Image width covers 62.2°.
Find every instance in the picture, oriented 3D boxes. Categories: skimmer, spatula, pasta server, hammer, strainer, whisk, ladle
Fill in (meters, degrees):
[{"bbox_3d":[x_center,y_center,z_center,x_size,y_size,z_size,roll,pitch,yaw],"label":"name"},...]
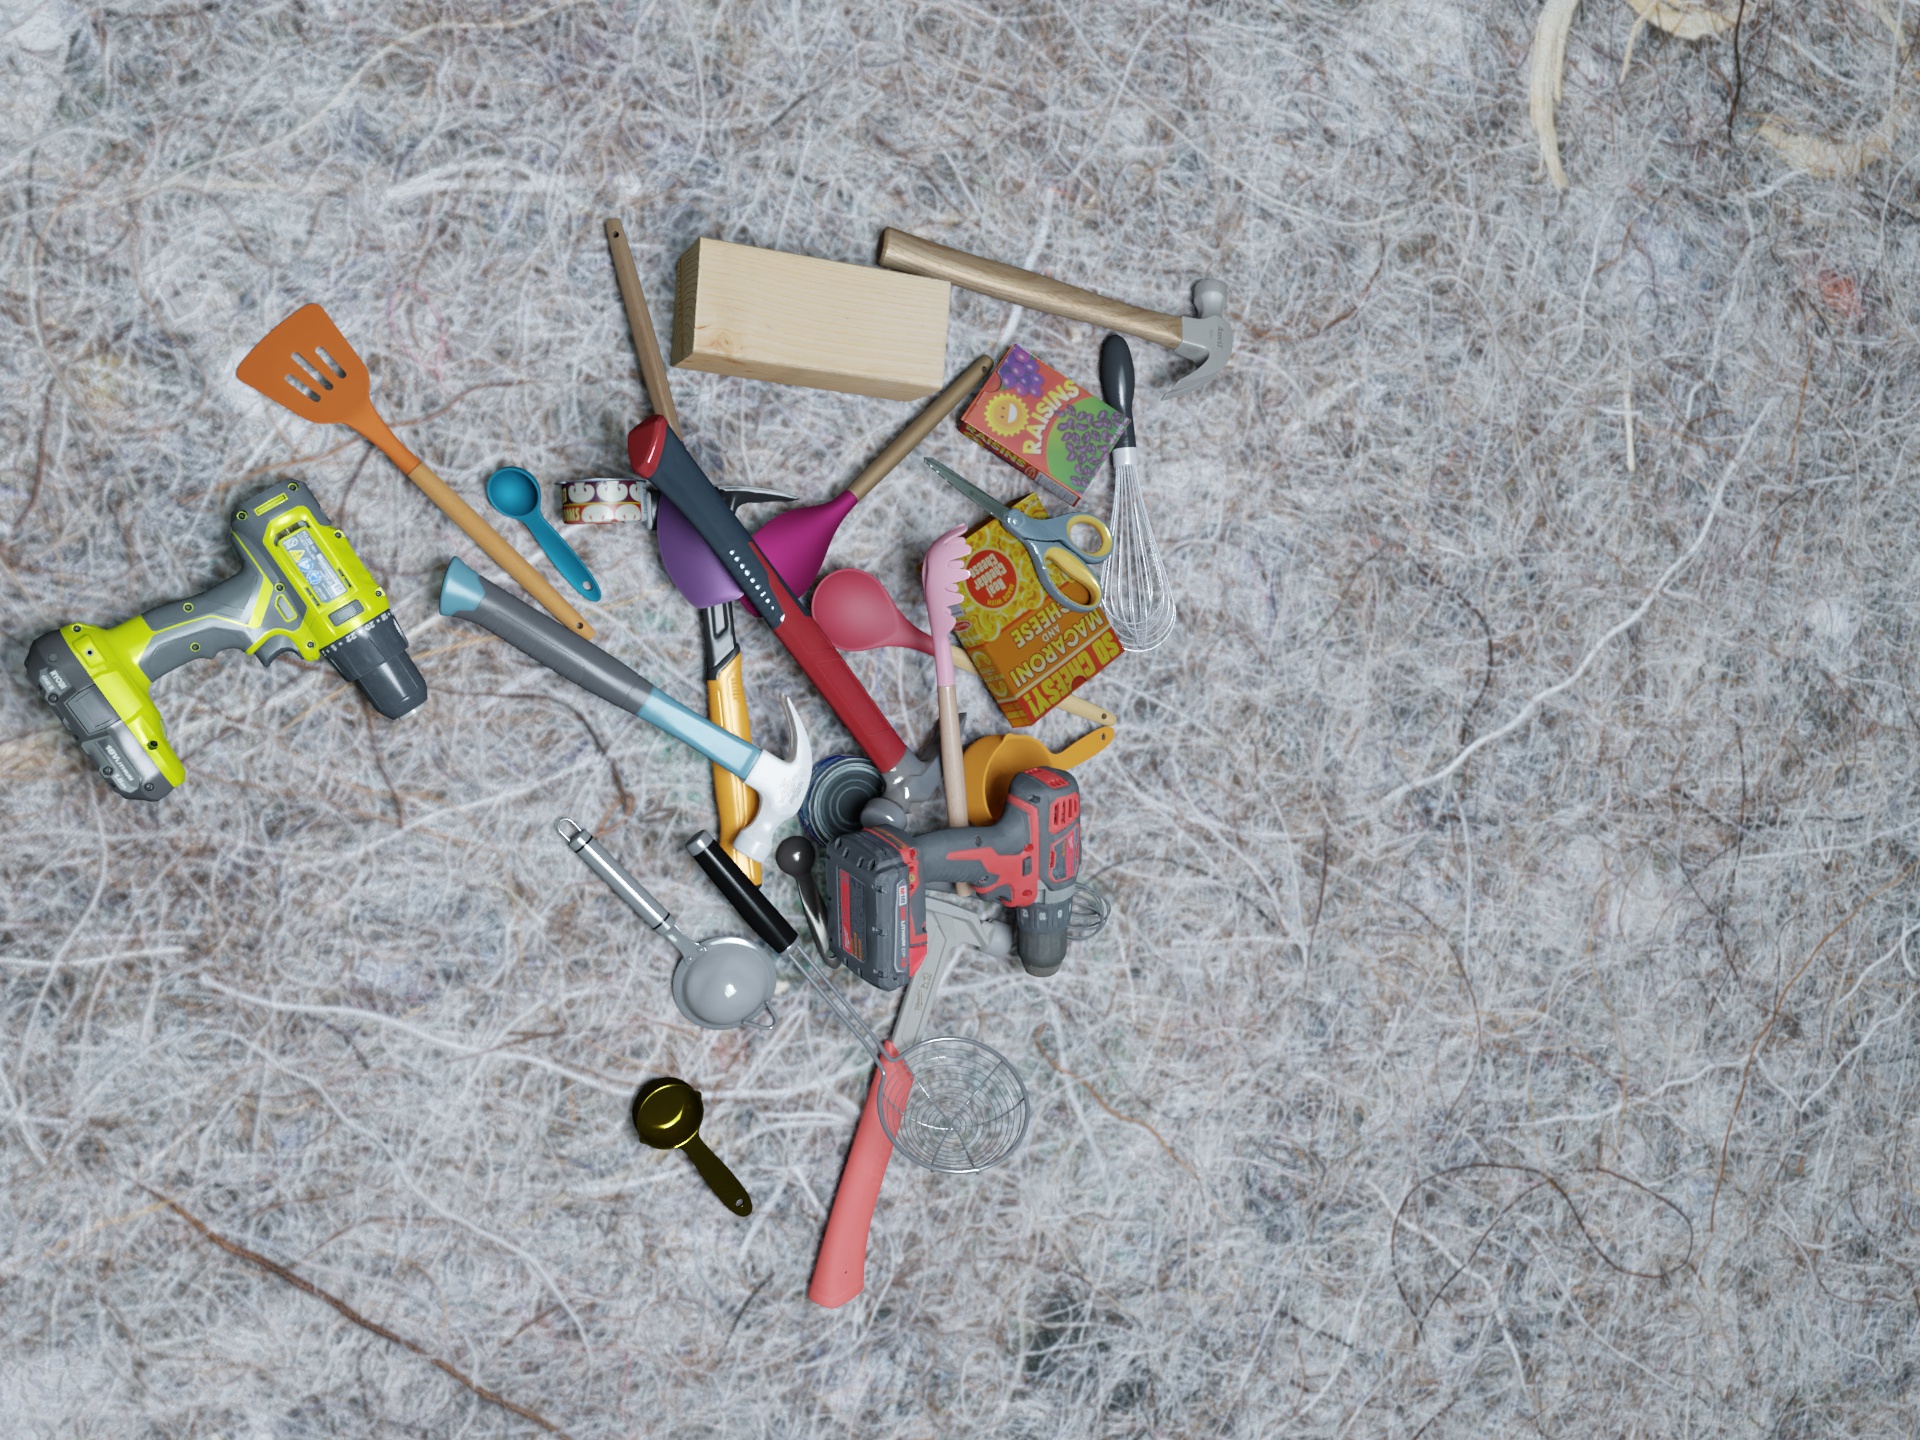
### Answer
[{"bbox_3d":[-0.085,0.224,1.302,0.363,0.090,0.127,52,50,-14],"label":"skimmer"},{"bbox_3d":[-0.402,-0.176,1.221,0.081,0.041,0.322,-48,113,-12],"label":"spatula"},{"bbox_3d":[-0.002,-0.004,1.325,0.040,0.060,0.316,-6,104,-3],"label":"pasta server"},{"bbox_3d":[-0.185,-0.024,1.312,0.127,0.034,0.337,-6,96,-21],"label":"hammer"},{"bbox_3d":[-0.261,-0.022,1.249,0.330,0.033,0.128,33,84,-19],"label":"hammer"},{"bbox_3d":[-0.127,-0.088,1.266,0.386,0.038,0.143,55,47,-26],"label":"hammer"},{"bbox_3d":[0.087,-0.365,1.384,0.331,0.031,0.130,11,63,-18],"label":"hammer"},{"bbox_3d":[-0.238,0.174,1.303,0.087,0.050,0.258,-42,104,1],"label":"strainer"},{"bbox_3d":[0.152,-0.204,1.427,0.070,0.070,0.284,-5,91,-22],"label":"whisk"},{"bbox_3d":[0.007,-0.053,1.392,0.315,0.031,0.069,22,88,-24],"label":"ladle"},{"bbox_3d":[0.025,0.150,1.406,0.238,0.055,0.055,16,88,-17],"label":"whisk"},{"bbox_3d":[-0.236,-0.243,1.259,0.060,0.018,0.316,-15,90,-3],"label":"spatula"},{"bbox_3d":[-0.072,0.328,1.381,0.149,0.037,0.359,19,86,-22],"label":"hammer"}]

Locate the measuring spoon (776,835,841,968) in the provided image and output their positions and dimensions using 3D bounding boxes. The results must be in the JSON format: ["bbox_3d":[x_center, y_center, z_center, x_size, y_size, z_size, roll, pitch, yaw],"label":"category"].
[{"bbox_3d":[-0.124,0.157,1.357,0.034,0.018,0.124,-23,103,-19],"label":"measuring spoon"}]

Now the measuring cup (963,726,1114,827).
[{"bbox_3d":[0.065,0.040,1.414,0.173,0.052,0.095,-27,109,-39],"label":"measuring cup"}]

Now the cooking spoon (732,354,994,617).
[{"bbox_3d":[-0.075,-0.204,1.330,0.319,0.017,0.068,-48,124,-21],"label":"cooking spoon"}]

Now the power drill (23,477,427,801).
[{"bbox_3d":[-0.522,-0.041,1.152,0.228,0.080,0.190,-35,105,-19],"label":"power drill"}]

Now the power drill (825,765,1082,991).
[{"bbox_3d":[0.006,0.149,1.309,0.226,0.080,0.187,-15,116,-33],"label":"power drill"}]

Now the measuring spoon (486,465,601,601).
[{"bbox_3d":[-0.323,-0.148,1.257,0.042,0.021,0.128,-25,116,19],"label":"measuring spoon"}]

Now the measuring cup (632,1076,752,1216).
[{"bbox_3d":[-0.221,0.360,1.334,0.062,0.029,0.156,-38,118,-15],"label":"measuring cup"}]
